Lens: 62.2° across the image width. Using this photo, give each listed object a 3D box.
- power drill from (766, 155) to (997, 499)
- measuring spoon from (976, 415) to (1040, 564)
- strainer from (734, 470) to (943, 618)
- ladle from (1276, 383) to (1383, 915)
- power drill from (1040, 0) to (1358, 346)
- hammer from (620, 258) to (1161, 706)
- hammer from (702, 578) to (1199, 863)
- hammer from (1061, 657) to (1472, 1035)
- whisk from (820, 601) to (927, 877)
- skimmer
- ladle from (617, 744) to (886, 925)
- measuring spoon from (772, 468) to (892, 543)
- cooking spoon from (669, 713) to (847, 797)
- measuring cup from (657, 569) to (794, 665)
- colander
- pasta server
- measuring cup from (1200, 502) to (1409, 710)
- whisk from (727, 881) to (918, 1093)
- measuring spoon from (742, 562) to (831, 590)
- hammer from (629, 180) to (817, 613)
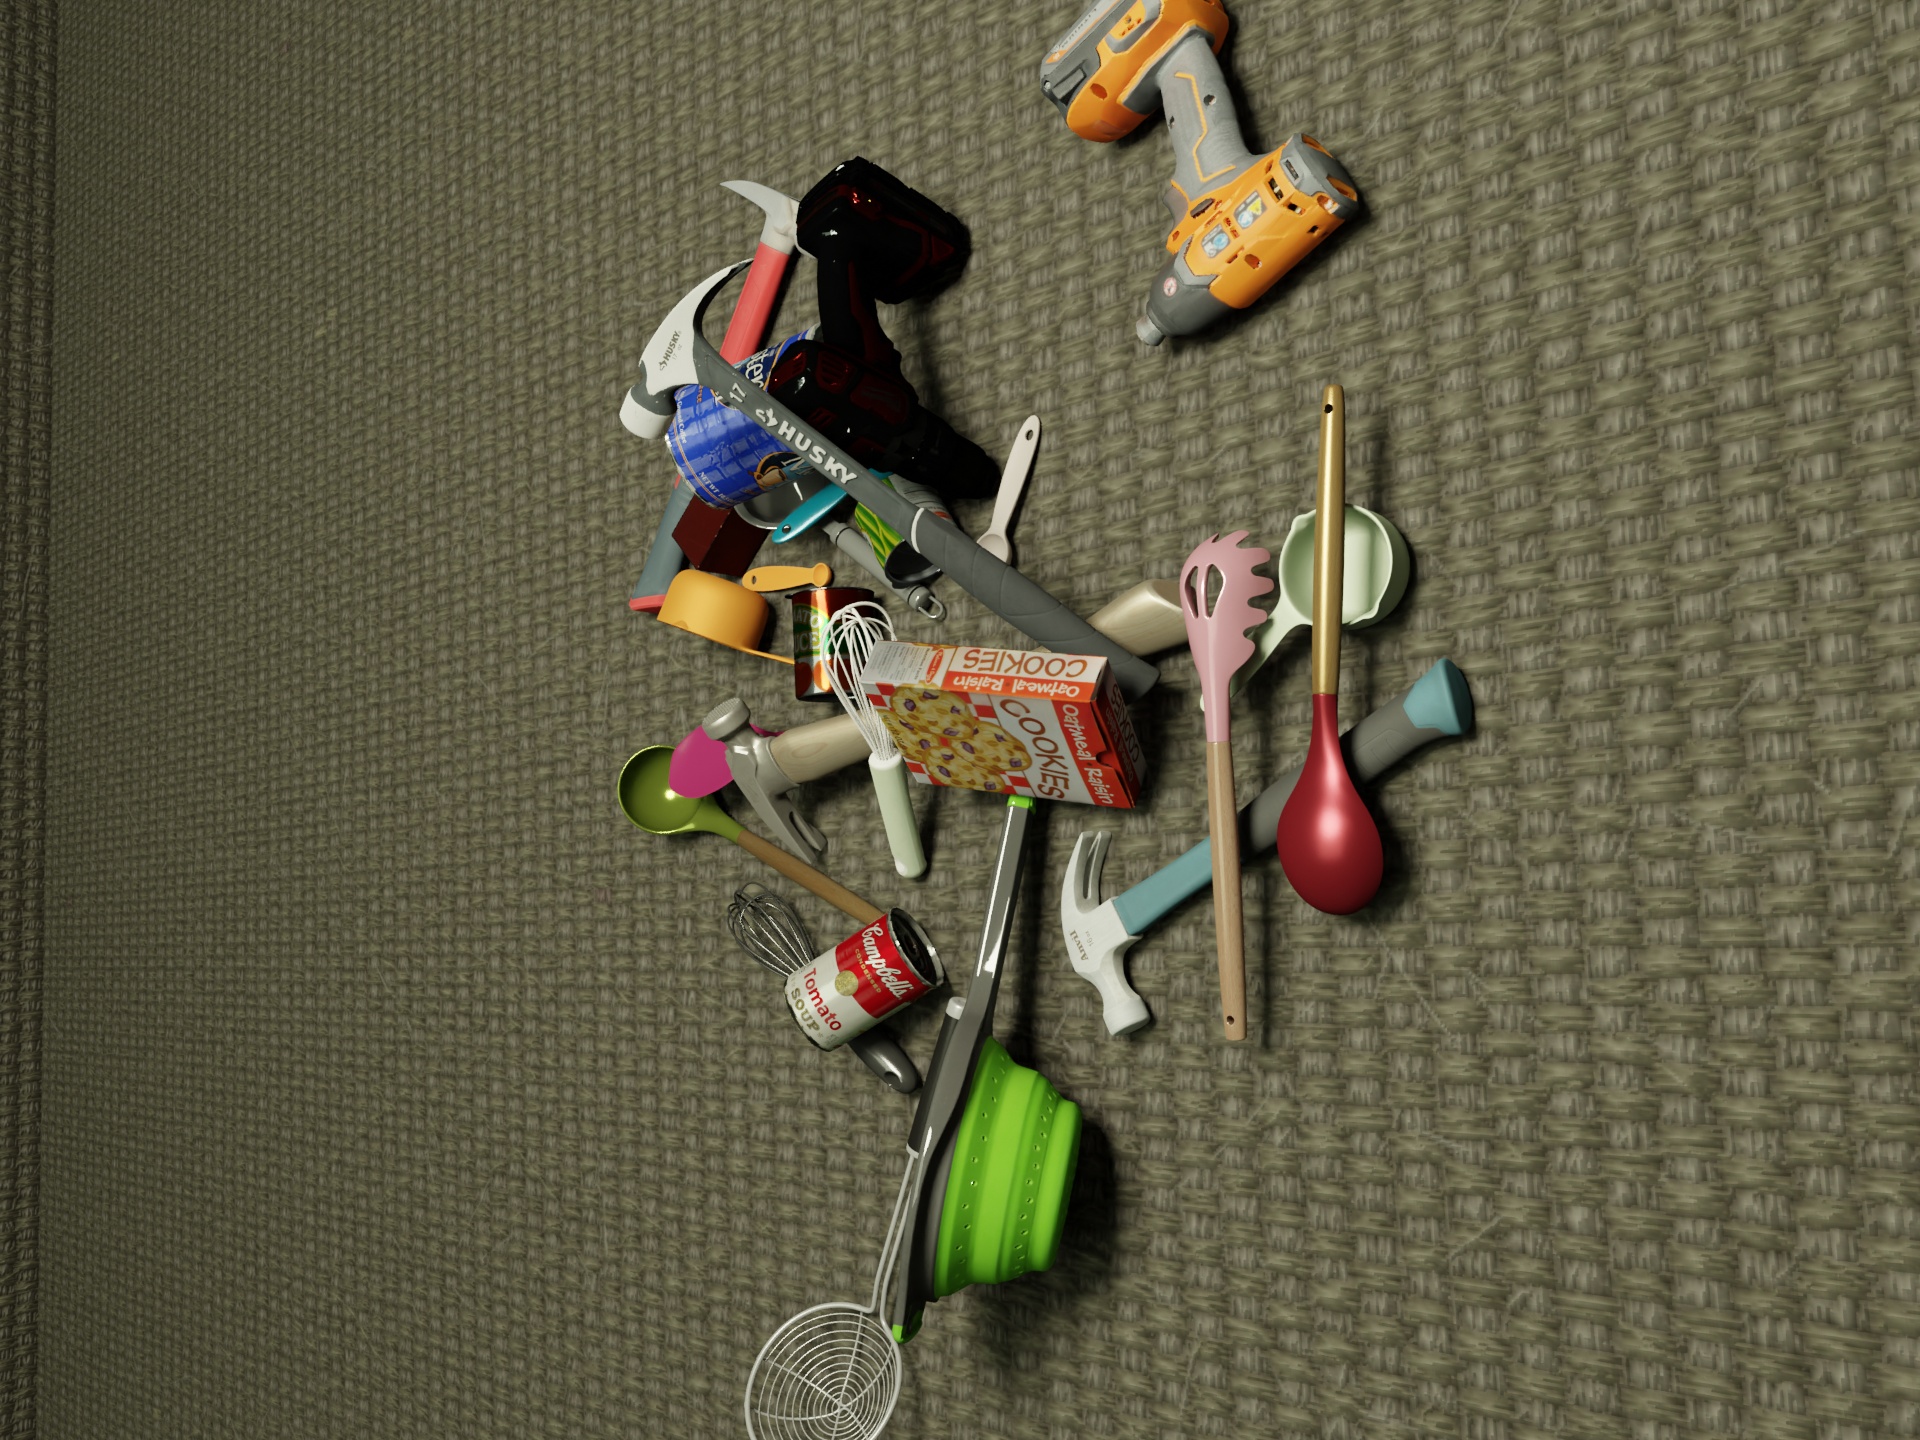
[{"bbox_3d":[-0.048,-0.279,1.176,0.080,0.187,0.227,-26,52,44],"label":"power drill"},{"bbox_3d":[0.040,-0.164,1.174,0.034,0.018,0.124,20,94,41],"label":"measuring spoon"},{"bbox_3d":[-0.101,-0.151,1.280,0.087,0.050,0.259,-42,59,-13],"label":"strainer"},{"bbox_3d":[0.219,-0.041,0.943,0.069,0.031,0.315,1,89,40],"label":"ladle"},{"bbox_3d":[0.142,-0.368,1.048,0.164,0.084,0.227,-39,66,34],"label":"power drill"},{"bbox_3d":[-0.039,-0.142,1.056,0.409,0.036,0.149,37,126,3],"label":"hammer"},{"bbox_3d":[-0.002,-0.004,1.159,0.410,0.038,0.146,-20,113,33],"label":"hammer"},{"bbox_3d":[0.186,0.071,1.009,0.331,0.033,0.128,-41,63,33],"label":"hammer"},{"bbox_3d":[-0.055,0.020,1.150,0.058,0.059,0.246,36,147,45],"label":"whisk"},{"bbox_3d":[-0.066,0.378,1.177,0.127,0.090,0.363,24,102,42],"label":"skimmer"},{"bbox_3d":[-0.171,0.104,1.318,0.320,0.062,0.078,26,86,37],"label":"ladle"},{"bbox_3d":[-0.102,-0.185,1.259,0.128,0.021,0.042,-39,63,4],"label":"measuring spoon"},{"bbox_3d":[-0.118,0.011,1.274,0.319,0.017,0.069,-14,61,34],"label":"cooking spoon"},{"bbox_3d":[-0.168,-0.081,1.323,0.174,0.095,0.052,17,88,22],"label":"measuring cup"},{"bbox_3d":[0.045,0.226,1.086,0.094,0.204,0.397,10,77,9],"label":"colander"},{"bbox_3d":[0.167,0.040,0.990,0.060,0.040,0.316,-3,91,42],"label":"pasta server"},{"bbox_3d":[0.212,-0.063,0.993,0.167,0.038,0.083,-51,57,31],"label":"measuring cup"},{"bbox_3d":[-0.111,0.211,1.265,0.239,0.055,0.055,41,114,31],"label":"whisk"},{"bbox_3d":[-0.146,-0.120,1.341,0.117,0.011,0.021,1,88,46],"label":"measuring spoon"},{"bbox_3d":[-0.223,-0.276,1.400,0.143,0.038,0.386,38,112,39],"label":"hammer"}]
